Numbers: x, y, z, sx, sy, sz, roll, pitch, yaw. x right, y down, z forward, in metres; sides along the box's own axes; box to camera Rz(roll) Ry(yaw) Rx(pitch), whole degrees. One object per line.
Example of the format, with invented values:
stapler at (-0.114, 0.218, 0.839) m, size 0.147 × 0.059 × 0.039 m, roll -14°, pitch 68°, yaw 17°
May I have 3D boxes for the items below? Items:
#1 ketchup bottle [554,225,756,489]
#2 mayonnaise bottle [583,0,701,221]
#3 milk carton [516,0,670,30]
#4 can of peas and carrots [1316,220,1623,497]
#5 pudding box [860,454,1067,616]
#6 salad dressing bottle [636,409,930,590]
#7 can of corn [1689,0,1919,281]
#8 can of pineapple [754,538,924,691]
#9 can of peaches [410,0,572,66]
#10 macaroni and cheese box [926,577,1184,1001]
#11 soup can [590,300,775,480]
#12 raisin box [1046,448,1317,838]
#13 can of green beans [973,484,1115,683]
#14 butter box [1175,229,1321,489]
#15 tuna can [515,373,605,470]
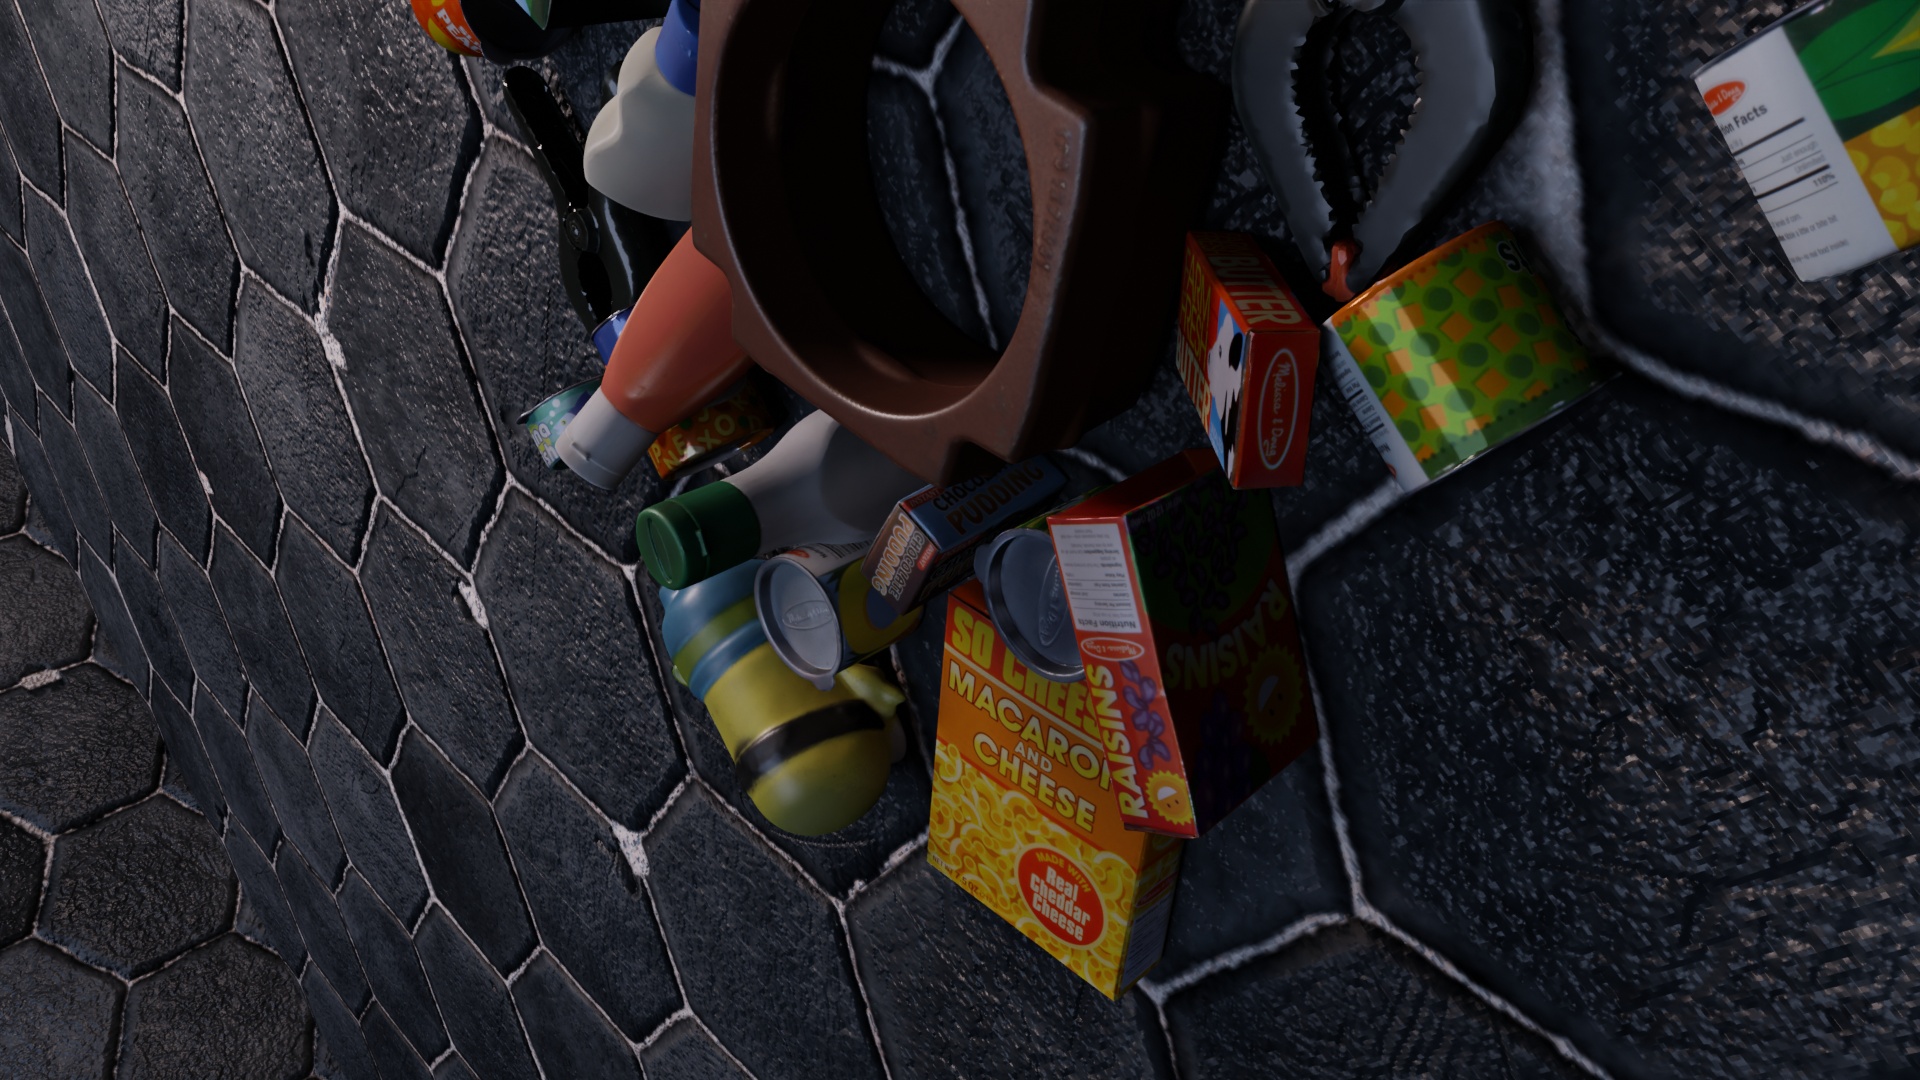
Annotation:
ketchup bottle at (-0.134, -0.090, 0.661) m, size 0.065 × 0.043 × 0.148 m, roll 43°, pitch 99°, yaw 6°
mayonnaise bottle at (-0.127, -0.197, 0.628) m, size 0.147 × 0.065 × 0.041 m, roll -31°, pitch 44°, yaw 62°
milk carton at (-0.215, -0.333, 0.664) m, size 0.191 × 0.073 × 0.073 m, roll 47°, pitch 137°, yaw 18°
can of peas and carrots at (0.151, -0.055, 0.417) m, size 0.070 × 0.071 × 0.059 m, roll -38°, pitch 80°, yaw 50°
pudding box at (0.002, -0.007, 0.588) m, size 0.030 × 0.084 × 0.049 m, roll 47°, pitch 137°, yaw 15°
salad dressing bottle at (-0.071, -0.021, 0.609) m, size 0.044 × 0.148 × 0.064 m, roll 0°, pitch 109°, yaw 47°
can of corn at (0.218, -0.101, 0.320) m, size 0.071 × 0.071 × 0.058 m, roll -28°, pitch 89°, yaw 50°
can of pineapple at (-0.060, 0.031, 0.695) m, size 0.071 × 0.058 × 0.070 m, roll 24°, pitch 126°, yaw 38°
can of peaches at (-0.245, -0.283, 0.724) m, size 0.058 × 0.071 × 0.071 m, roll 21°, pitch 124°, yaw 41°
macaroni and cheese box at (0.044, 0.111, 0.637) m, size 0.124 × 0.040 × 0.165 m, roll 29°, pitch 129°, yaw 34°
soup can at (-0.142, -0.082, 0.718) m, size 0.071 × 0.071 × 0.083 m, roll -26°, pitch 90°, yaw 50°
raisin box at (0.085, 0.036, 0.518) m, size 0.040 × 0.086 × 0.123 m, roll -2°, pitch 108°, yaw 46°
can of green beans at (0.052, 0.016, 0.566) m, size 0.071 × 0.058 × 0.071 m, roll 24°, pitch 126°, yaw 38°
butter box at (0.092, -0.063, 0.458) m, size 0.104 × 0.024 × 0.052 m, roll -94°, pitch 3°, yaw -61°
tuna can at (-0.218, -0.068, 0.805) m, size 0.071 × 0.071 × 0.033 m, roll -28°, pitch 89°, yaw 50°
